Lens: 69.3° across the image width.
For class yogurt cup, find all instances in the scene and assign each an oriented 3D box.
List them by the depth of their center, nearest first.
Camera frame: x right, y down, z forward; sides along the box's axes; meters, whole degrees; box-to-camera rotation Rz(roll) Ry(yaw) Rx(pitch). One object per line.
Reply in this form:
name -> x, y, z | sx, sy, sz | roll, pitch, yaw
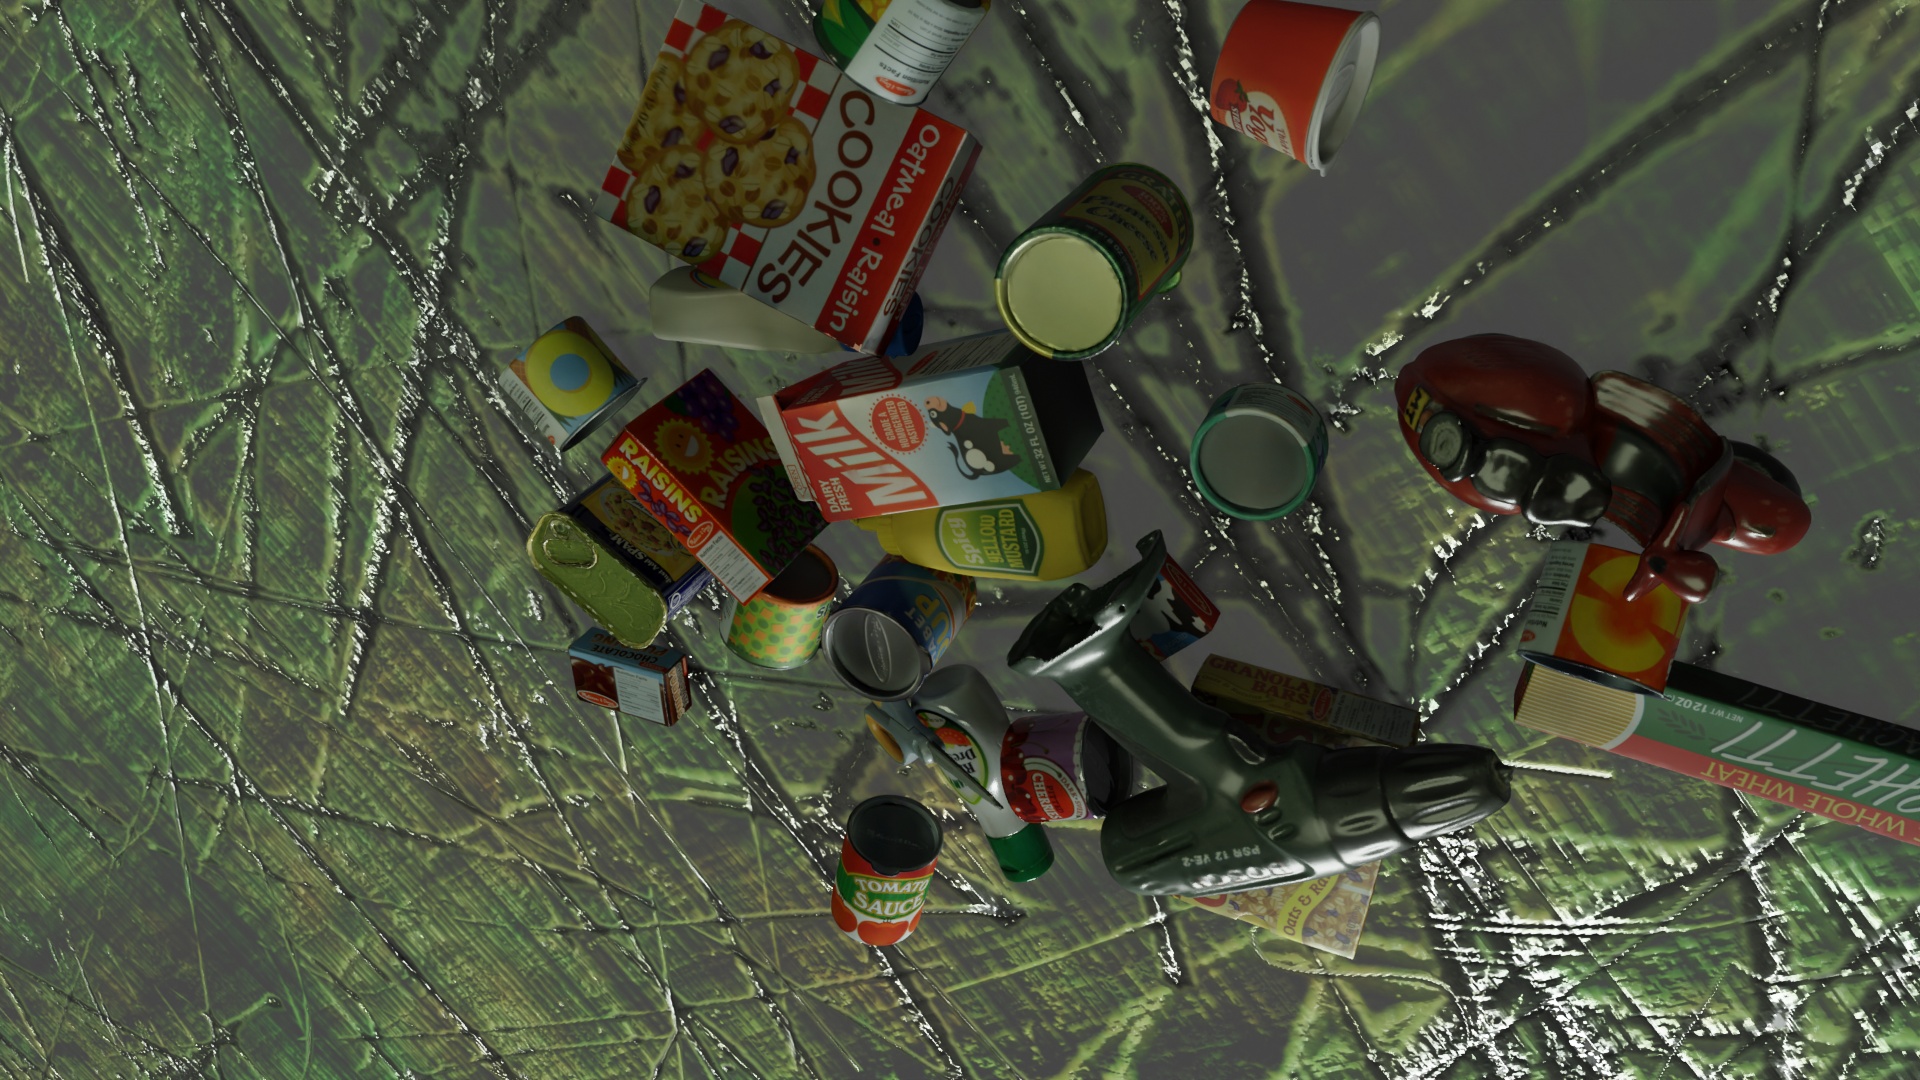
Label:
yogurt cup -> 0.145, -0.202, 0.606 | 0.054, 0.073, 0.072 | 25, 127, 21

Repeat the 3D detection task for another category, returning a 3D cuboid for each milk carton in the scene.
milk carton -> -0.026, -0.063, 0.769 | 0.190, 0.074, 0.072 | -6, 115, 30

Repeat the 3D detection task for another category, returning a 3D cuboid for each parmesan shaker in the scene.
parmesan shaker -> 0.067, -0.132, 0.661 | 0.071, 0.103, 0.071 | 12, 123, 20

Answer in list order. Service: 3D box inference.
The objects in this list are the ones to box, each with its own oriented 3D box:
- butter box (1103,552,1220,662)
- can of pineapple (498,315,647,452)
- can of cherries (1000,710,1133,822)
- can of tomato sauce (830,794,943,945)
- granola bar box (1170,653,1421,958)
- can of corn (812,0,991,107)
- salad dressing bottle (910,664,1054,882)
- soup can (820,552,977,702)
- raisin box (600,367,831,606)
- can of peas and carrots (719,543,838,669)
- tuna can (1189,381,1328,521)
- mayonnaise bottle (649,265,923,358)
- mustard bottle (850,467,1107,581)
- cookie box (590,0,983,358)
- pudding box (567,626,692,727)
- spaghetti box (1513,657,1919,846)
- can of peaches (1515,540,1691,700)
butter box -> 0.095, 0.051, 0.807 | 0.053, 0.024, 0.103 | 48, 127, -5
can of pineapple -> -0.240, -0.098, 0.862 | 0.070, 0.071, 0.058 | -35, 99, 37
can of cherries -> 0.064, 0.139, 0.845 | 0.058, 0.072, 0.071 | -11, 113, 32
can of tomato sauce -> -0.052, 0.230, 0.960 | 0.071, 0.071, 0.082 | 24, 127, 12
granola bar box -> 0.188, 0.158, 0.815 | 0.124, 0.039, 0.164 | 15, 124, 19
can of corn -> -0.029, -0.254, 0.662 | 0.071, 0.071, 0.058 | 43, 128, -3
salad dressing bottle -> 0.018, 0.152, 0.893 | 0.064, 0.044, 0.147 | -4, 118, 47
soup can -> -0.032, 0.047, 0.831 | 0.071, 0.084, 0.071 | 13, 124, 20
raisin box -> -0.142, -0.034, 0.836 | 0.123, 0.086, 0.040 | 46, 133, -5
can of peas and carrots -> -0.113, 0.039, 0.879 | 0.071, 0.071, 0.058 | 28, 127, 10
tuna can -> 0.153, -0.043, 0.716 | 0.071, 0.033, 0.070 | 12, 123, 20
mayonnaise bottle -> -0.095, -0.127, 0.775 | 0.148, 0.065, 0.041 | 8, 114, 18
mustard bottle -> 0.003, -0.010, 0.801 | 0.160, 0.049, 0.065 | -1, 115, 27
cookie box -> -0.090, -0.187, 0.718 | 0.167, 0.040, 0.122 | 29, 100, 9
pudding box -> -0.238, 0.098, 0.999 | 0.084, 0.030, 0.049 | 12, 124, 20
spaghetti box -> 0.405, 0.102, 0.679 | 0.250, 0.029, 0.050 | 17, 125, 17
can of peaches -> 0.306, 0.037, 0.654 | 0.071, 0.071, 0.058 | 18, 87, 17
